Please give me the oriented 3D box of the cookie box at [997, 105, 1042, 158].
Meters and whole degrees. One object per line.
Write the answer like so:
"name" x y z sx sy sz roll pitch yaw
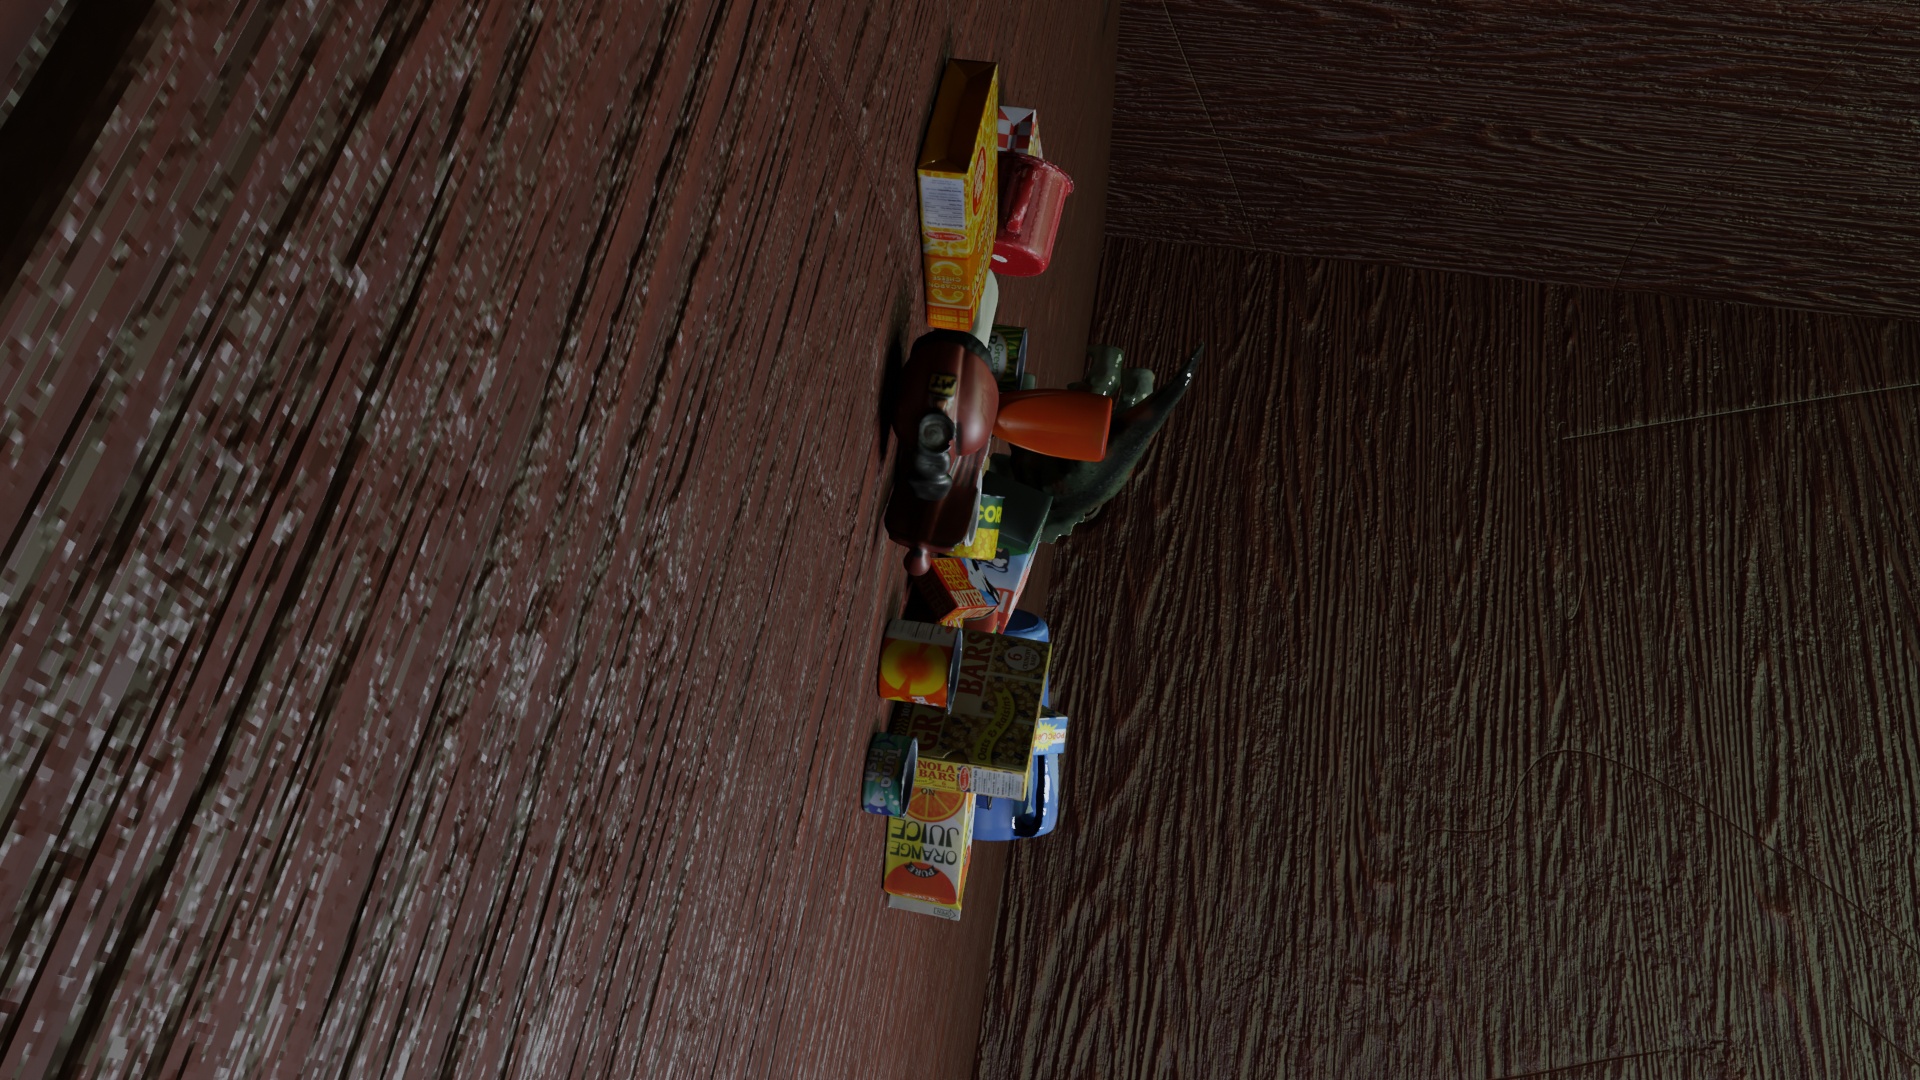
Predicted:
"cookie box" 0.056 -0.355 1.423 0.167 0.040 0.123 26 72 -83

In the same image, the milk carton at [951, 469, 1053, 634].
"milk carton" 0.030 0.026 1.390 0.189 0.073 0.073 104 10 -51

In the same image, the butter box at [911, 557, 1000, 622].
"butter box" -0.004 0.042 1.223 0.053 0.024 0.103 59 19 12

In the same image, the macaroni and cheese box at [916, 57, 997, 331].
"macaroni and cheese box" 0.001 -0.262 1.067 0.165 0.040 0.124 87 14 -57

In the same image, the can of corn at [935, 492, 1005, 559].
"can of corn" 0.004 -0.016 1.242 0.071 0.071 0.058 -15 114 -83

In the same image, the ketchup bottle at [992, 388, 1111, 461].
"ketchup bottle" 0.066 -0.115 1.313 0.043 0.149 0.064 -54 152 -77

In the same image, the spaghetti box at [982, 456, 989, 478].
"spaghetti box" 0.001 -0.075 1.323 0.250 0.029 0.050 46 52 -82

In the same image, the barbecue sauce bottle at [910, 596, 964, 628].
"barbecue sauce bottle" -0.021 0.077 1.243 0.149 0.043 0.064 -71 156 -60

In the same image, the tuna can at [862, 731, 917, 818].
"tuna can" -0.057 0.188 1.117 0.071 0.033 0.071 4 93 -83

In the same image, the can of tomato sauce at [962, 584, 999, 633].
"can of tomato sauce" 0.000 0.087 1.348 0.071 0.071 0.082 -74 170 -52

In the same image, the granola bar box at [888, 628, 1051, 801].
"granola bar box" 0.009 0.148 1.233 0.166 0.124 0.038 -74 170 -51

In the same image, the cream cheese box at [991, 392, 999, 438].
"cream cheese box" 0.029 -0.163 1.478 0.053 0.024 0.104 20 78 -83

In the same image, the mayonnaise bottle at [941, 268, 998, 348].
"mayonnaise bottle" 0.000 -0.161 1.176 0.064 0.041 0.149 84 16 -57

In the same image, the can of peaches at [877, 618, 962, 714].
"can of peaches" -0.032 0.101 1.120 0.071 0.058 0.071 4 94 -84

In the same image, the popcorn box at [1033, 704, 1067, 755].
"popcorn box" 0.031 0.172 1.348 0.085 0.127 0.038 3 101 -38

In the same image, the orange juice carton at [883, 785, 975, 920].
"orange juice carton" -0.027 0.263 1.284 0.073 0.072 0.192 -61 157 -70

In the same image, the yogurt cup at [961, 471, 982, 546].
"yogurt cup" -0.014 -0.032 1.142 0.072 0.054 0.072 4 93 -83

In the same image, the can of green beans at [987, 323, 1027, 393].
"can of green beans" 0.032 -0.177 1.341 0.071 0.058 0.071 4 93 -83

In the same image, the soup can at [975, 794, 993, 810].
"soup can" -0.007 0.226 1.355 0.071 0.084 0.071 5 93 -83
